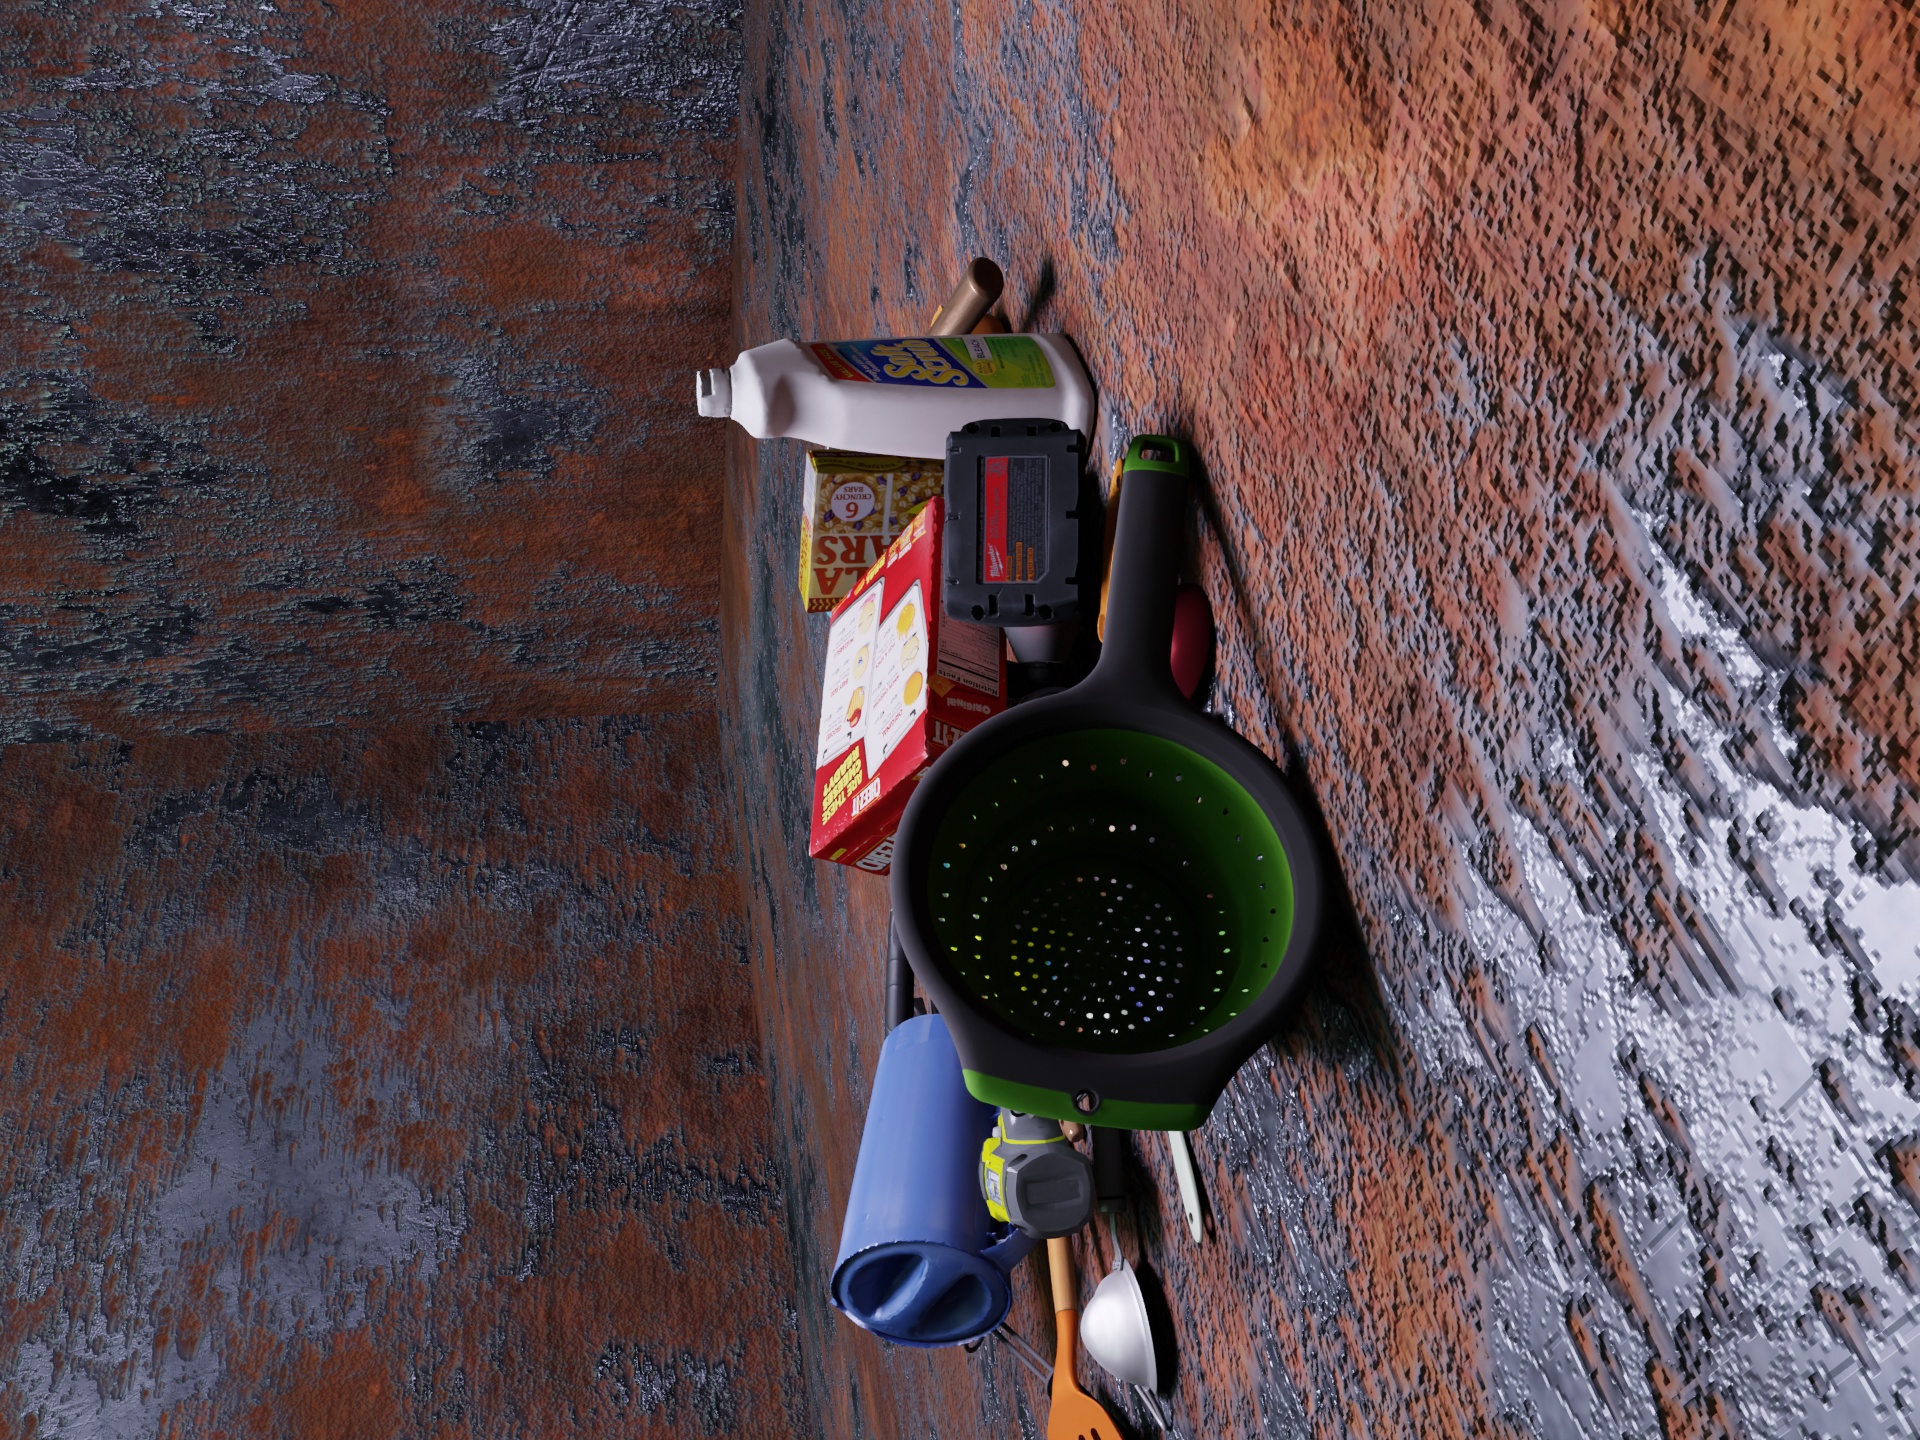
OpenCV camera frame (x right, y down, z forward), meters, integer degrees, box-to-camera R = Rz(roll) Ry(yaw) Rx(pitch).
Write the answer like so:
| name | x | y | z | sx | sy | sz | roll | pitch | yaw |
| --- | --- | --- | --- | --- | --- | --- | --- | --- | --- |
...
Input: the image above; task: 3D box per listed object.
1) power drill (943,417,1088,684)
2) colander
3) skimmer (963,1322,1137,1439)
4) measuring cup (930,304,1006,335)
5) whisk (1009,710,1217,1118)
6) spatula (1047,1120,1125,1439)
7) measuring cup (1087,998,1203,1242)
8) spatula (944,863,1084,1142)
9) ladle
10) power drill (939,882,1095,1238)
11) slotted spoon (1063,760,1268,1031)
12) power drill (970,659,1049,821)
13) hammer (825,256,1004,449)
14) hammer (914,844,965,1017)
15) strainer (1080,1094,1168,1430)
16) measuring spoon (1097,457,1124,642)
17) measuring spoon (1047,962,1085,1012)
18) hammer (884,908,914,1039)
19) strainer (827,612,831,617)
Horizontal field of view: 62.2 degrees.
| name | x | y | z | sx | sy | sz | roll | pitch | yaw |
| --- | --- | --- | --- | --- | --- | --- | --- | --- | --- |
| power drill | 0.043 | -0.099 | 0.975 | 0.219 | 0.078 | 0.143 | 20 | -109 | -82 |
| colander | 0.082 | 0.026 | 0.811 | 0.094 | 0.204 | 0.397 | 91 | -172 | -58 |
| skimmer | 0.070 | 0.465 | 1.194 | 0.363 | 0.090 | 0.127 | -169 | 84 | -66 |
| measuring cup | 0.019 | -0.263 | 1.203 | 0.174 | 0.052 | 0.095 | -134 | 43 | -67 |
| whisk | 0.083 | 0.102 | 0.846 | 0.239 | 0.055 | 0.055 | -65 | 12 | -7 |
| spatula | 0.078 | 0.389 | 1.098 | 0.081 | 0.041 | 0.323 | -45 | 32 | 34 |
| measuring cup | 0.109 | 0.235 | 0.957 | 0.083 | 0.038 | 0.168 | 102 | 162 | -46 |
| spatula | 0.029 | 0.209 | 1.253 | 0.318 | 0.044 | 0.082 | -117 | 31 | -51 |
| ladle | 0.105 | 0.050 | 0.971 | 0.069 | 0.031 | 0.315 | -110 | 20 | -46 |
| power drill | 0.036 | 0.224 | 1.074 | 0.171 | 0.080 | 0.223 | 130 | 136 | -77 |
| slotted spoon | 0.103 | 0.075 | 0.906 | 0.314 | 0.031 | 0.070 | 57 | 135 | 53 |
| power drill | -0.002 | -0.004 | 1.255 | 0.228 | 0.080 | 0.190 | -154 | 80 | -75 |
| hammer | -0.048 | -0.244 | 1.230 | 0.331 | 0.031 | 0.130 | 136 | 139 | -56 |
| hammer | -0.002 | 0.186 | 1.420 | 0.127 | 0.034 | 0.336 | -111 | 23 | -50 |
| strainer | 0.097 | 0.323 | 1.034 | 0.086 | 0.050 | 0.259 | 112 | 155 | -70 |
| measuring spoon | 0.098 | -0.106 | 1.001 | 0.021 | 0.011 | 0.117 | -132 | 45 | -70 |
| measuring spoon | 0.074 | 0.169 | 1.152 | 0.129 | 0.021 | 0.042 | -101 | 15 | -66 |
| hammer | -0.052 | 0.156 | 1.437 | 0.149 | 0.036 | 0.409 | 6 | -95 | -84 |
| strainer | -0.050 | -0.118 | 1.347 | 0.211 | 0.095 | 0.340 | 153 | 124 | -64 |
